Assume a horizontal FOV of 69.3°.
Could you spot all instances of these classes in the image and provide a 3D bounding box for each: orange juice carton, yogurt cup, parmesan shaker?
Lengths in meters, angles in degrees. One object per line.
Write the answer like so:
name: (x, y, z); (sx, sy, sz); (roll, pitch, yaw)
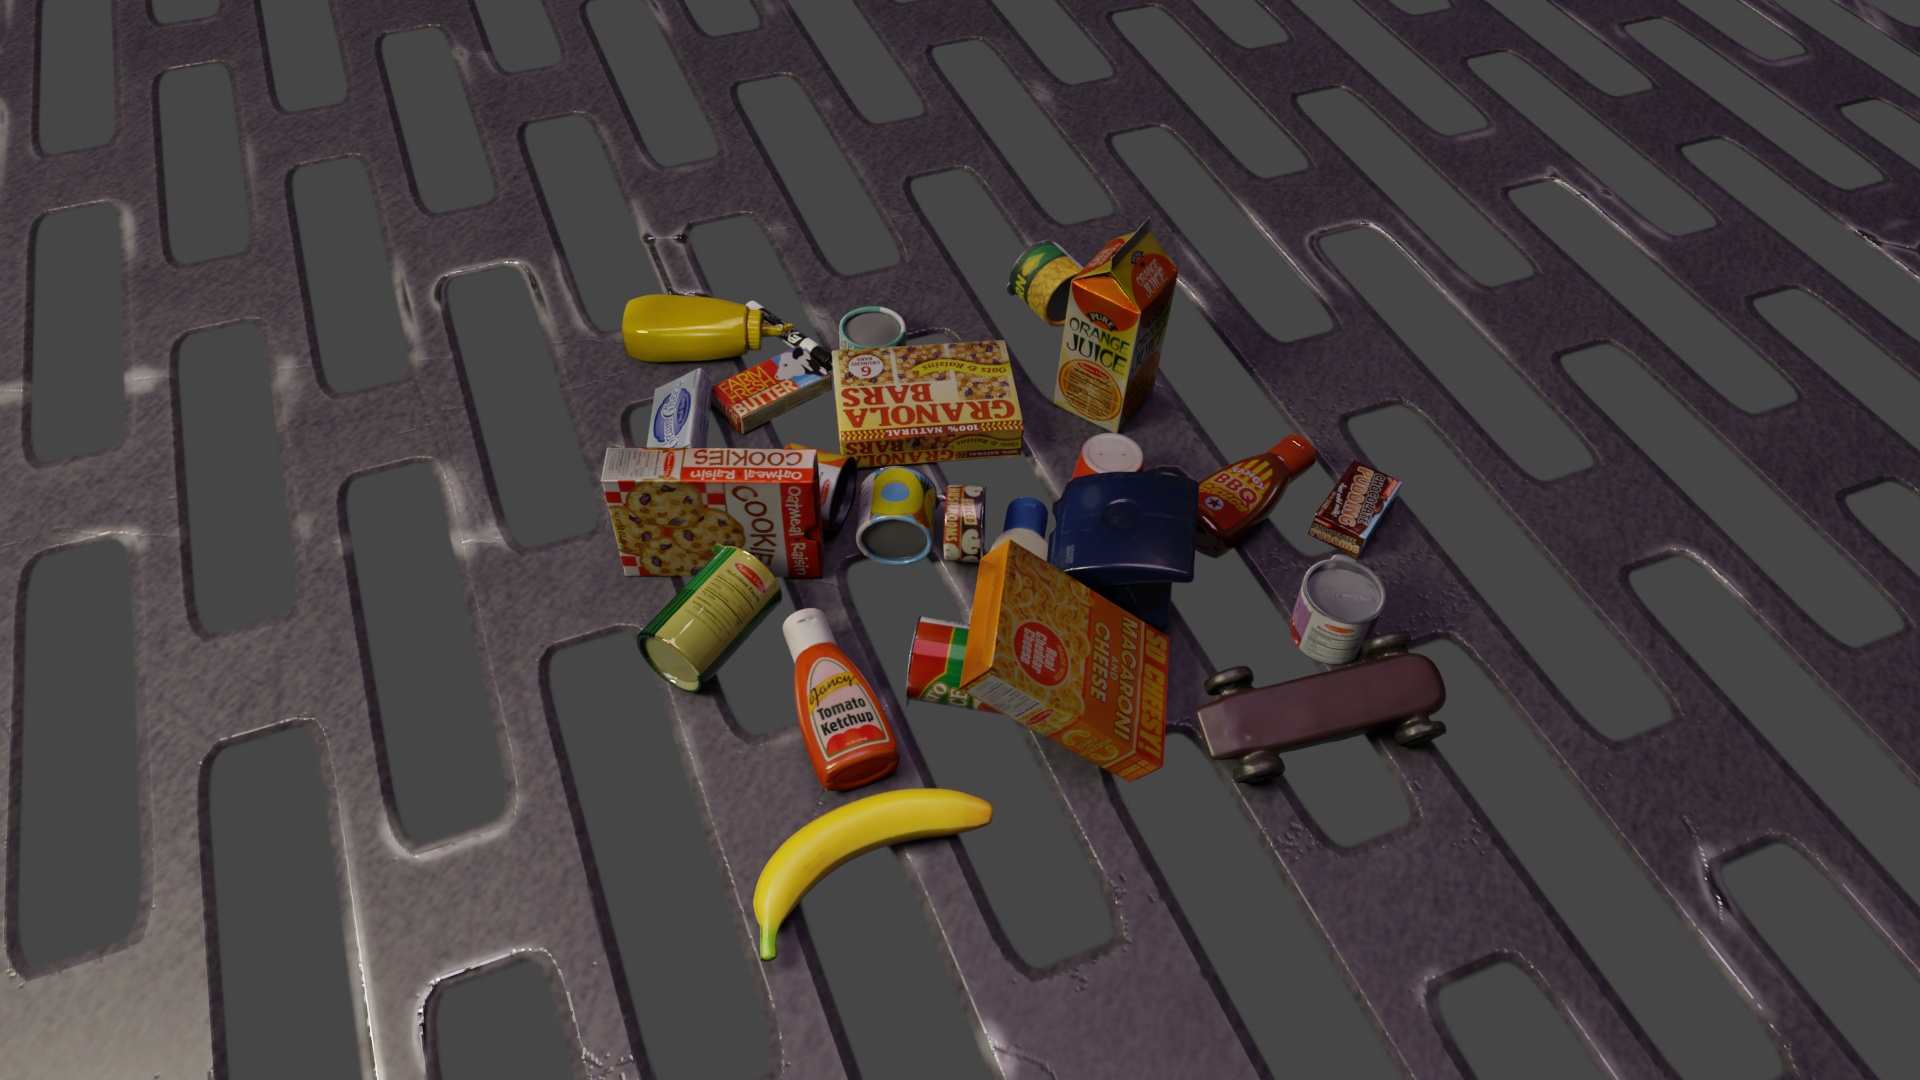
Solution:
orange juice carton: (0.141, -0.197, 1.253); (0.073, 0.191, 0.072); (28, 53, 19)
yogurt cup: (0.131, -0.058, 1.224); (0.072, 0.053, 0.073); (2, 49, -2)
parmesan shaker: (-0.201, 0.060, 1.099); (0.071, 0.071, 0.103); (26, 54, 19)

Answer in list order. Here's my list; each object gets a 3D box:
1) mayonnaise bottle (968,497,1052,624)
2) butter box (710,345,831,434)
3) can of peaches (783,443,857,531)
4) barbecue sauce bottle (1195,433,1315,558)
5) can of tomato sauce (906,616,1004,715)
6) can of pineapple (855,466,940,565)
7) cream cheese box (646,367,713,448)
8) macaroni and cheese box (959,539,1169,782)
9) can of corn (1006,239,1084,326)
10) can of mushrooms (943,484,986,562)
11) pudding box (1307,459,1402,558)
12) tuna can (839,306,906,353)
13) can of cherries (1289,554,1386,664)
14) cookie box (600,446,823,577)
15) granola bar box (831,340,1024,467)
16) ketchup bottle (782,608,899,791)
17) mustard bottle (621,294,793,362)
mayonnaise bottle: (0.047, 0.029, 1.156); (0.065, 0.041, 0.149); (13, 48, -1)
butter box: (-0.178, -0.142, 1.303); (0.104, 0.024, 0.053); (-30, 57, -25)
can of peaches: (-0.126, -0.046, 1.197); (0.058, 0.071, 0.071); (14, 50, 10)
barbecue sauce bottle: (0.254, -0.044, 1.225); (0.149, 0.043, 0.065); (-34, 58, -28)
can of tomato sauce: (0.004, 0.099, 1.077); (0.083, 0.070, 0.071); (8, 50, 4)
can of pineapple: (-0.052, -0.020, 1.176); (0.071, 0.070, 0.058); (2, 50, 0)
cream cheese box: (-0.254, -0.106, 1.254); (0.053, 0.024, 0.104); (-23, 46, 22)
macaroni and cheese box: (0.082, 0.091, 1.047); (0.166, 0.040, 0.124); (31, 46, -23)
can of corn: (0.090, -0.254, 1.385); (0.071, 0.070, 0.058); (-26, 55, -22)
can of mushrooms: (0.004, -0.015, 1.171); (0.033, 0.070, 0.071); (3, 49, 3)
pudding box: (0.348, -0.028, 1.223); (0.050, 0.030, 0.084); (29, 55, 20)
tuna can: (-0.087, -0.194, 1.346); (0.071, 0.032, 0.071); (1, 49, -2)
can of cherries: (0.307, 0.056, 1.131); (0.071, 0.058, 0.072); (1, 49, -1)
cookie box: (-0.197, -0.020, 1.133); (0.167, 0.122, 0.040); (1, 50, -2)
granola bar box: (-0.033, -0.127, 1.286); (0.166, 0.038, 0.125); (-4, 49, -6)
ketchup bottle: (-0.099, 0.119, 1.070); (0.065, 0.043, 0.149); (-15, 51, -15)
mustard bottle: (-0.241, -0.202, 1.336); (0.160, 0.048, 0.065); (2, 50, -2)
